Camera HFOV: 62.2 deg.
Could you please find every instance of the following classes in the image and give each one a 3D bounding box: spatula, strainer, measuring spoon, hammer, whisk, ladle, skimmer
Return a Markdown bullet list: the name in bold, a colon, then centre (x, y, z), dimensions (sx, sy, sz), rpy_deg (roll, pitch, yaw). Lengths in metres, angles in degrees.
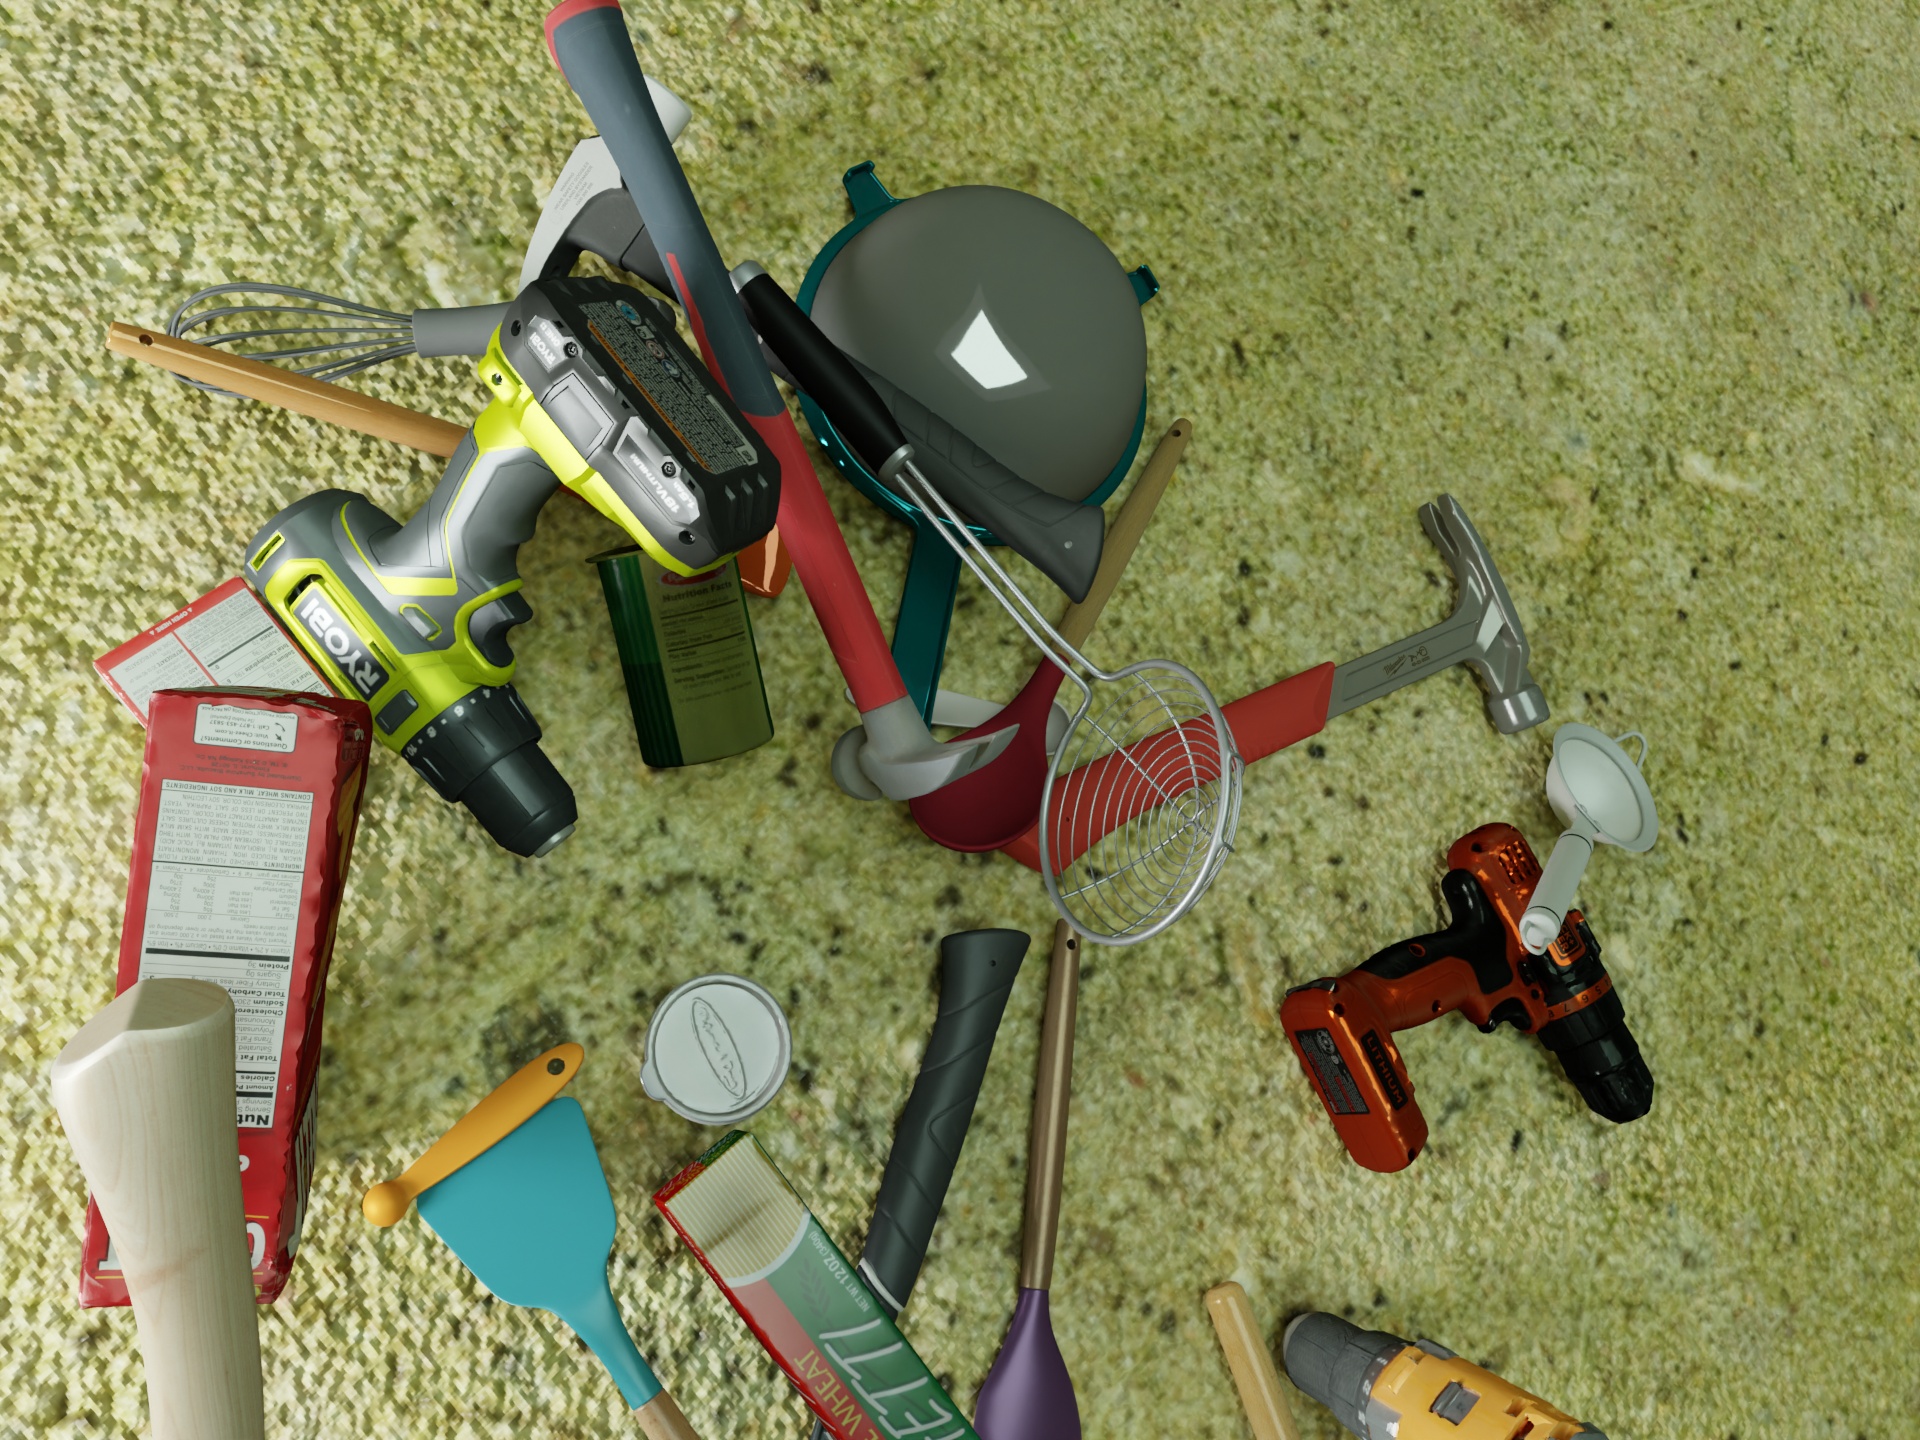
- **spatula**: centre (0.042, 0.257, 0.796), dimensions (0.059, 0.018, 0.316), rpy_deg (10, 76, -18)
- **strainer**: centre (0.009, -0.148, 0.834), dimensions (0.211, 0.095, 0.340), rpy_deg (16, 70, -15)
- **measuring spoon**: centre (-0.001, -0.003, 0.847), dimensions (0.124, 0.018, 0.034), rpy_deg (10, 67, -10)
- **hammer**: centre (0.172, -0.010, 0.894), dimensions (0.359, 0.036, 0.149), rpy_deg (-21, 85, -23)
- **whisk**: centre (-0.255, -0.185, 0.756), dimensions (0.239, 0.055, 0.055), rpy_deg (-5, 79, -6)
- **hammer**: centre (-0.253, 0.273, 0.558), dimensions (0.146, 0.038, 0.410), rpy_deg (0, 113, -19)
- **spatula**: centre (-0.228, -0.133, 0.760), dimensions (0.322, 0.041, 0.081), rpy_deg (15, 75, -31)
- **ladle**: centre (0.062, -0.053, 0.857), dimensions (0.069, 0.031, 0.315), rpy_deg (22, 61, 14)
- **whisk**: centre (0.178, 0.403, 0.798), dimensions (0.047, 0.051, 0.245), rpy_deg (-17, 78, -15)
- **skimmer**: centre (-0.006, -0.065, 0.718), dimensions (0.363, 0.127, 0.090), rpy_deg (50, 39, 6)
- **measuring spoon**: centre (-0.220, 0.185, 0.722), dimensions (0.117, 0.011, 0.021), rpy_deg (-38, 74, -22)
- **hammer**: centre (-0.068, -0.165, 0.787), dimensions (0.335, 0.035, 0.146), rpy_deg (37, 94, 4)
- **hammer**: centre (-0.088, -0.146, 0.713), dimensions (0.038, 0.143, 0.386), rpy_deg (-25, 94, -25)
- **strainer**: centre (0.343, 0.067, 0.891), dimensions (0.087, 0.050, 0.258), rpy_deg (50, 37, 4)
- **spatula**: centre (-0.120, 0.314, 0.691), dimensions (0.082, 0.044, 0.317), rpy_deg (-33, 83, -20)
- **hammer**: centre (-0.039, 0.290, 0.752), dimensions (0.149, 0.036, 0.409), rpy_deg (24, 71, -14)

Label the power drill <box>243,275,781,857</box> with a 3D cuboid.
- **power drill**: centre (-0.189, -0.061, 0.699), dimensions (0.190, 0.228, 0.080), rpy_deg (51, 26, -2)

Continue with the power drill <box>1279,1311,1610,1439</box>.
- **power drill**: centre (0.261, 0.393, 0.779), dimensions (0.084, 0.185, 0.226), rpy_deg (-40, 112, -23)
